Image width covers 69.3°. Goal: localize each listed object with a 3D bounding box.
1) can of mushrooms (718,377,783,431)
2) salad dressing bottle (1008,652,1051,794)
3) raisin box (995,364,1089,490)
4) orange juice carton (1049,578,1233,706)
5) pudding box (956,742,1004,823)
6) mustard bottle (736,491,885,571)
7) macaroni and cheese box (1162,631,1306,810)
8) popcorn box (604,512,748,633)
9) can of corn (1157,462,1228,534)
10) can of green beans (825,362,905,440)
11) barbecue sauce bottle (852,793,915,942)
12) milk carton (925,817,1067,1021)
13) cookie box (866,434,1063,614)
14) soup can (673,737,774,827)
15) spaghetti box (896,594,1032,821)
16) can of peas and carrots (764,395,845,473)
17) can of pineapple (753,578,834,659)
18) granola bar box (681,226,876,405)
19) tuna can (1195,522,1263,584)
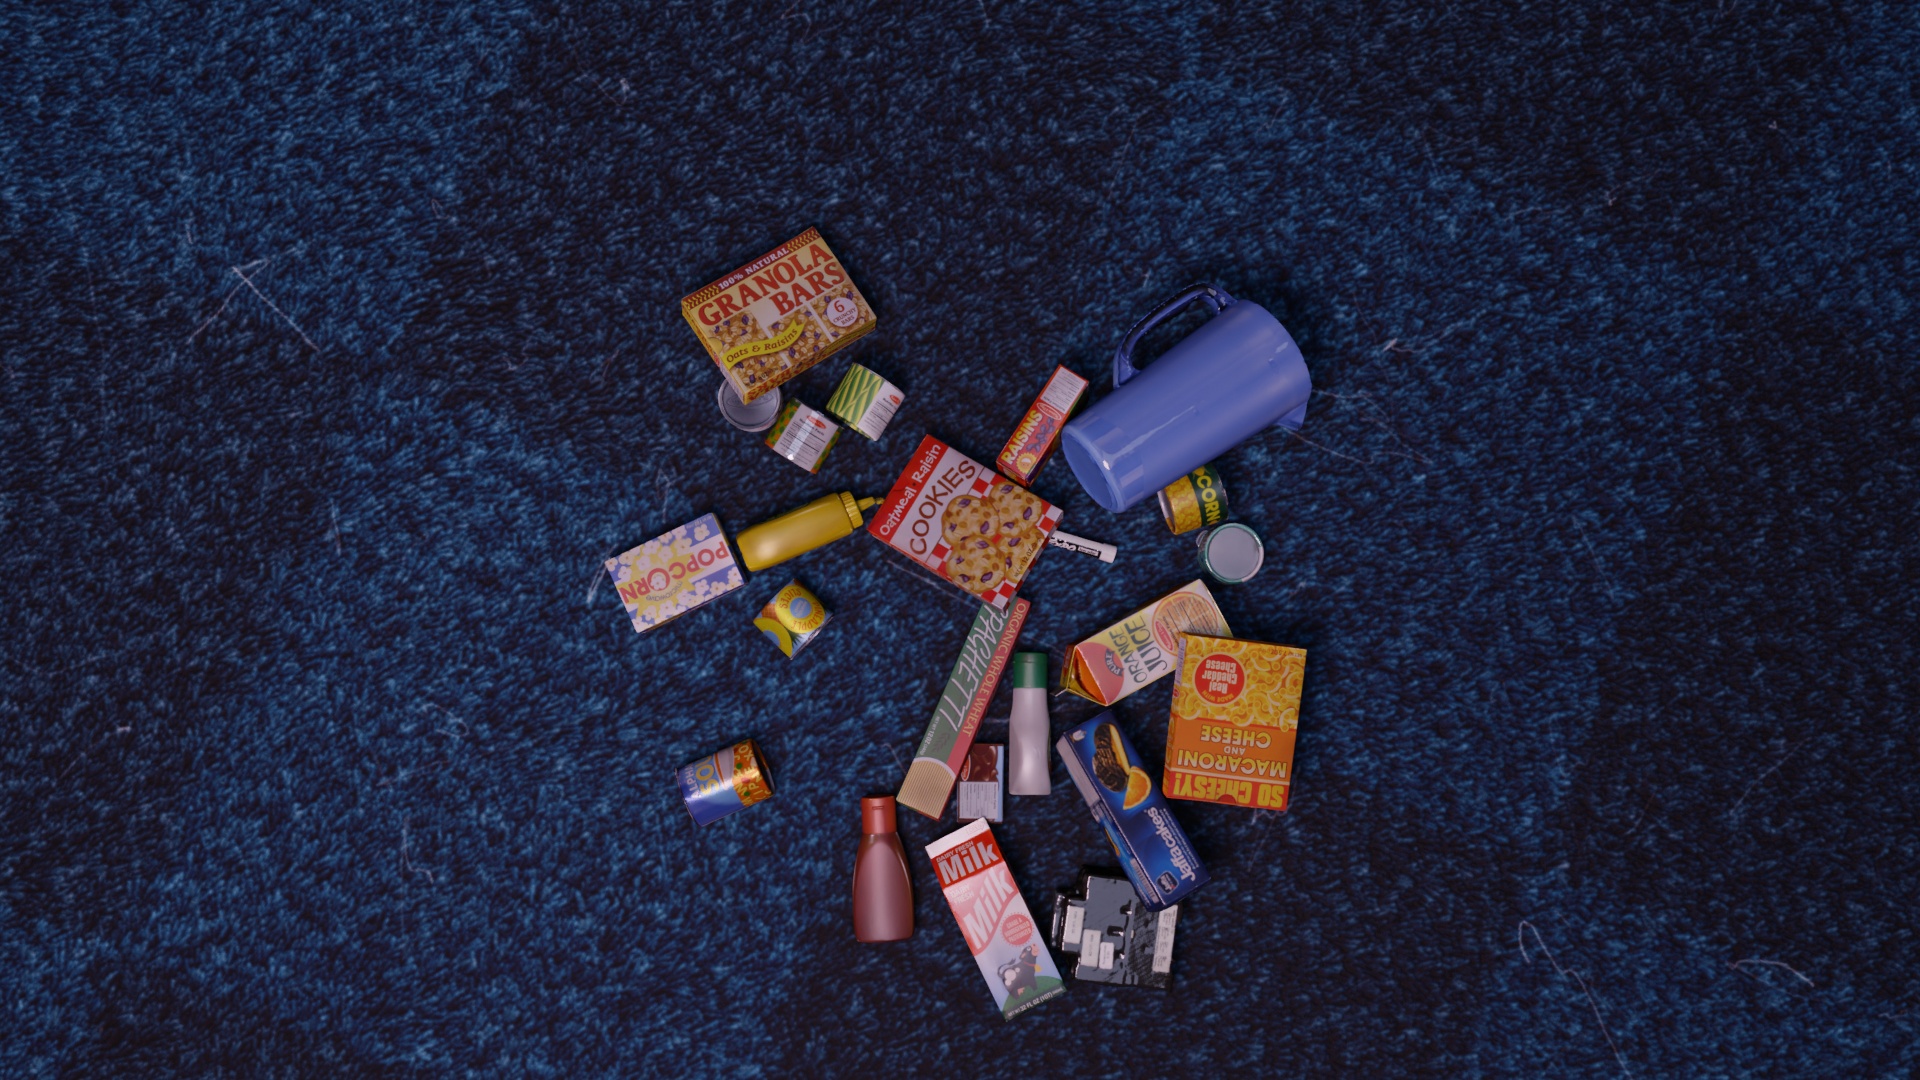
[{"bbox_3d":[-0.223,-0.152,1.482,0.071,0.033,0.071,0,87,-1],"label":"can of mushrooms"},{"bbox_3d":[0.073,0.192,1.460,0.044,0.064,0.148,1,81,-4],"label":"salad dressing bottle"},{"bbox_3d":[0.088,-0.116,1.461,0.040,0.086,0.123,33,86,7],"label":"raisin box"},{"bbox_3d":[0.180,0.116,1.459,0.193,0.072,0.073,-28,88,-3],"label":"orange juice carton"},{"bbox_3d":[0.021,0.255,1.469,0.050,0.030,0.083,1,87,0],"label":"pudding box"},{"bbox_3d":[-0.156,-0.016,1.464,0.160,0.065,0.049,-23,94,-8],"label":"mustard bottle"},{"bbox_3d":[0.276,0.183,1.406,0.124,0.040,0.166,7,90,-1],"label":"macaroni and cheese box"},{"bbox_3d":[-0.299,0.034,1.467,0.127,0.038,0.085,-25,88,-3],"label":"popcorn box"},{"bbox_3d":[0.245,-0.044,1.470,0.058,0.071,0.071,-17,88,-1],"label":"can of corn"},{"bbox_3d":[-0.101,-0.146,1.468,0.071,0.071,0.058,32,88,0],"label":"can of green beans"},{"bbox_3d":[-0.083,0.342,1.455,0.065,0.043,0.148,-3,87,-2],"label":"barbecue sauce bottle"},{"bbox_3d":[0.036,0.388,1.440,0.072,0.073,0.190,-27,88,-2],"label":"milk carton"},{"bbox_3d":[0.005,-0.018,1.461,0.167,0.040,0.123,30,82,10],"label":"cookie box"},{"bbox_3d":[-0.245,0.249,1.442,0.084,0.071,0.071,-23,88,-3],"label":"soup can"},{"bbox_3d":[0.005,0.167,1.453,0.050,0.028,0.250,22,78,9],"label":"spaghetti box"},{"bbox_3d":[-0.164,-0.111,1.465,0.071,0.071,0.058,32,93,0],"label":"can of peas and carrots"},{"bbox_3d":[-0.174,0.081,1.453,0.058,0.071,0.071,43,87,1],"label":"can of pineapple"},{"bbox_3d":[-0.191,-0.238,1.463,0.166,0.039,0.124,-33,82,-14],"label":"granola bar box"},{"bbox_3d":[0.287,0.013,1.487,0.071,0.033,0.071,0,87,-2],"label":"tuna can"}]
